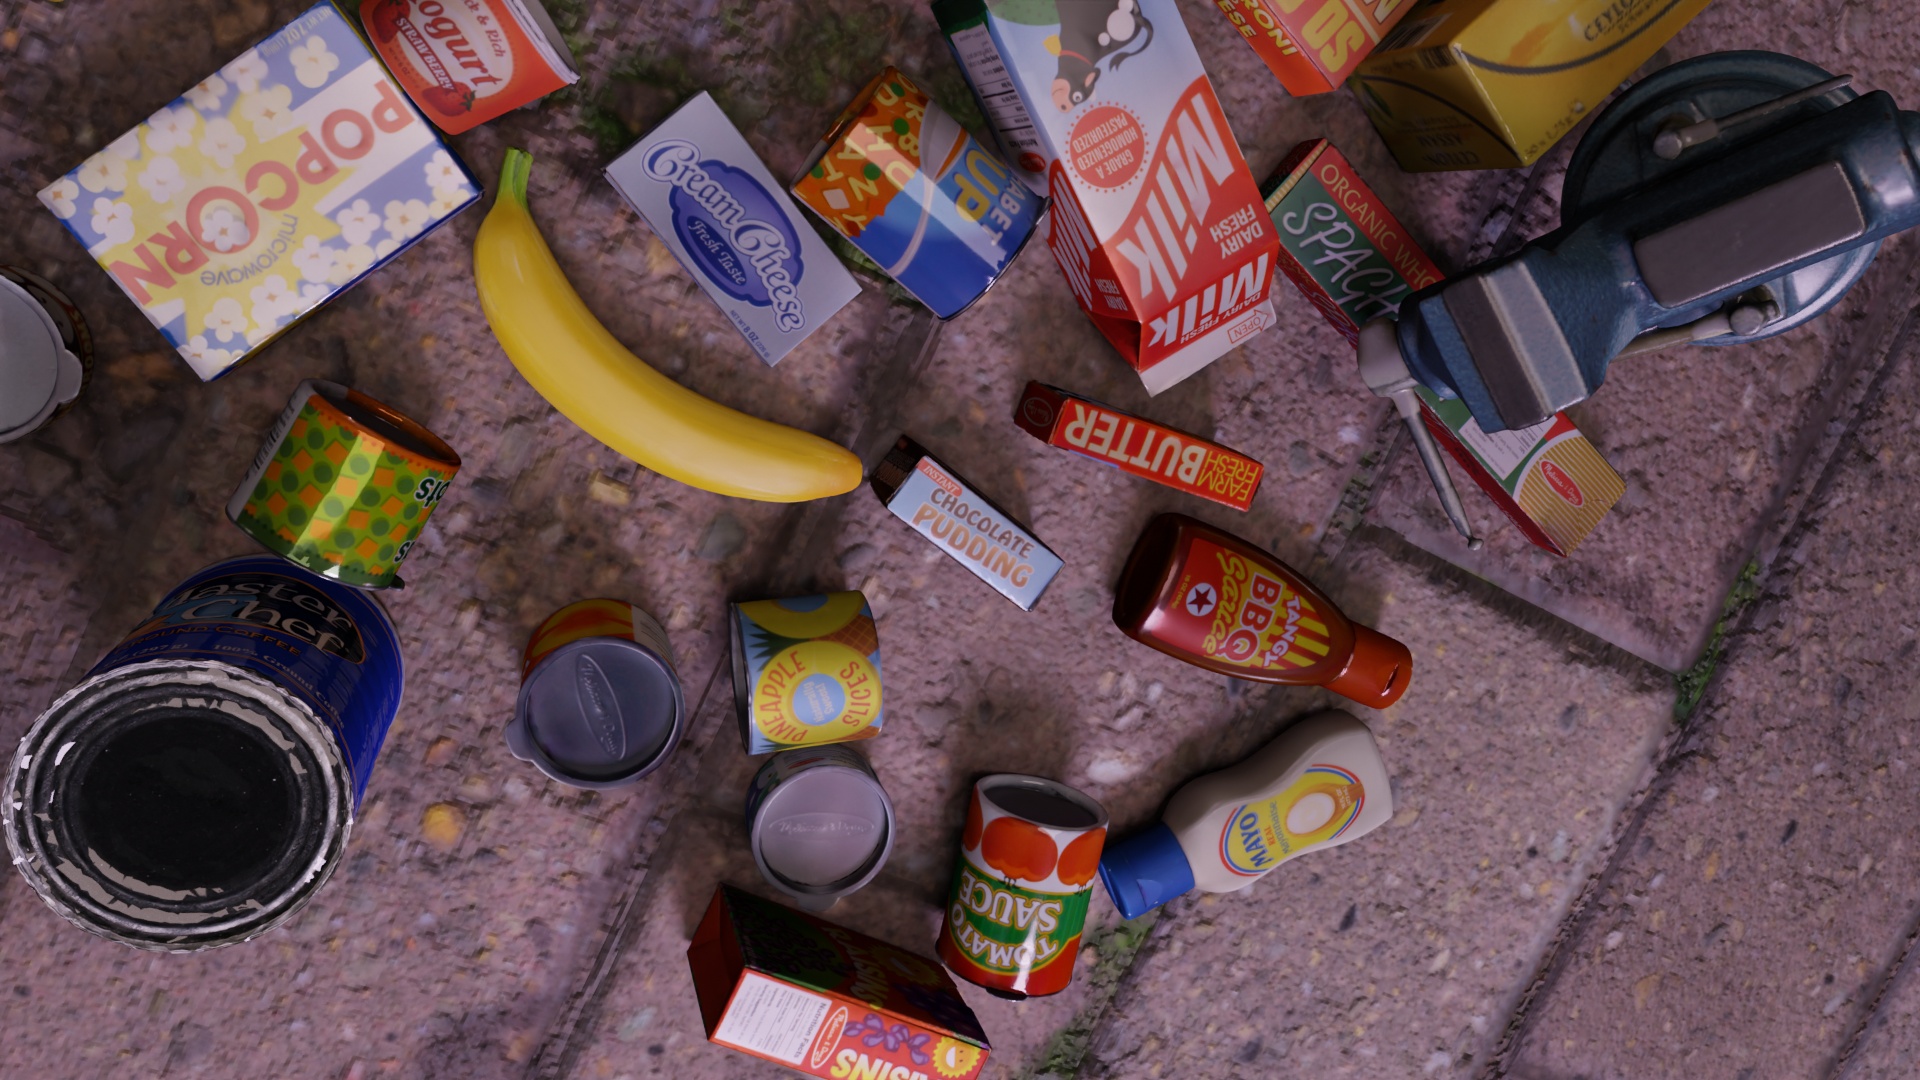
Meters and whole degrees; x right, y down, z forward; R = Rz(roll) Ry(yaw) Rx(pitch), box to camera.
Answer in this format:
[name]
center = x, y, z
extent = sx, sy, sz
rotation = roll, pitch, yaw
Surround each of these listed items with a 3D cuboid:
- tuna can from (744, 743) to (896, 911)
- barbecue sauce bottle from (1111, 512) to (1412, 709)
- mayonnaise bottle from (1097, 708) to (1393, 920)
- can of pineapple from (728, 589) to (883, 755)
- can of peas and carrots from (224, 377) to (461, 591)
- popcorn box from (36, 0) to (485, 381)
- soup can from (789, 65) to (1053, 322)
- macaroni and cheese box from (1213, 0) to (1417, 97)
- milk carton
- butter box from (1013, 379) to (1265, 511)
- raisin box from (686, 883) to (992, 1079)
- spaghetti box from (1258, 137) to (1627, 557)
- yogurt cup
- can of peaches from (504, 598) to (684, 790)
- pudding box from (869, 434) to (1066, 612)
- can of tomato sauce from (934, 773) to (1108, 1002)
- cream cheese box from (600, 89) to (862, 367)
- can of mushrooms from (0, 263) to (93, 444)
[tuna can]
center = -0.065, 0.130, 0.638
extent = 0.071, 0.033, 0.071
rotation = -4, 104, -14
[barbecue sauce bottle]
center = 0.149, 0.041, 0.670
extent = 0.148, 0.044, 0.065
rotation = 23, 95, -19
[mayonnaise bottle]
center = 0.140, 0.141, 0.692
extent = 0.148, 0.041, 0.064
rotation = -24, 110, -9
[can of pineapple]
center = -0.067, 0.057, 0.600
extent = 0.058, 0.071, 0.070
rotation = -6, 105, -14
[can of peas and carrots]
center = -0.235, -0.021, 0.538
extent = 0.071, 0.071, 0.058
rotation = 30, 93, -20
[popcorn box]
center = -0.257, -0.130, 0.521
extent = 0.127, 0.038, 0.085
rotation = -37, 110, -4
[soup can]
center = -0.016, -0.143, 0.568
extent = 0.083, 0.071, 0.071
rotation = 38, 91, -20
[macaroni and cheese box]
center = 0.171, -0.297, 0.599
extent = 0.123, 0.040, 0.166
rotation = 43, 89, -19
[milk carton]
center = 0.069, -0.158, 0.586
extent = 0.072, 0.073, 0.190
rotation = -31, 109, -6
[butter box]
center = 0.081, -0.043, 0.626
extent = 0.103, 0.053, 0.024
rotation = 17, 100, -18
[raisin box]
center = -0.056, 0.207, 0.630
extent = 0.123, 0.086, 0.040
rotation = 26, 91, -19
[spaghetti box]
center = 0.231, -0.089, 0.670
extent = 0.249, 0.029, 0.050
rotation = 41, 90, -20
[yogurt cup]
center = -0.183, -0.188, 0.516
extent = 0.054, 0.072, 0.072
rotation = -31, 109, 2
[can of peaches]
center = -0.154, 0.064, 0.585
extent = 0.071, 0.058, 0.071
rotation = -4, 105, -14
[pudding box]
center = 0.002, -0.008, 0.615
extent = 0.083, 0.050, 0.030
rotation = 37, 93, -19
[can of tomato sauce]
center = 0.029, 0.161, 0.651
extent = 0.071, 0.071, 0.083
rotation = 10, 100, -17
[cream cheese box]
center = -0.093, -0.128, 0.574
extent = 0.053, 0.024, 0.103
rotation = -41, 110, -4
[can of mushrooms]
center = -0.358, -0.068, 0.511
extent = 0.071, 0.033, 0.071
rotation = -3, 103, -14
